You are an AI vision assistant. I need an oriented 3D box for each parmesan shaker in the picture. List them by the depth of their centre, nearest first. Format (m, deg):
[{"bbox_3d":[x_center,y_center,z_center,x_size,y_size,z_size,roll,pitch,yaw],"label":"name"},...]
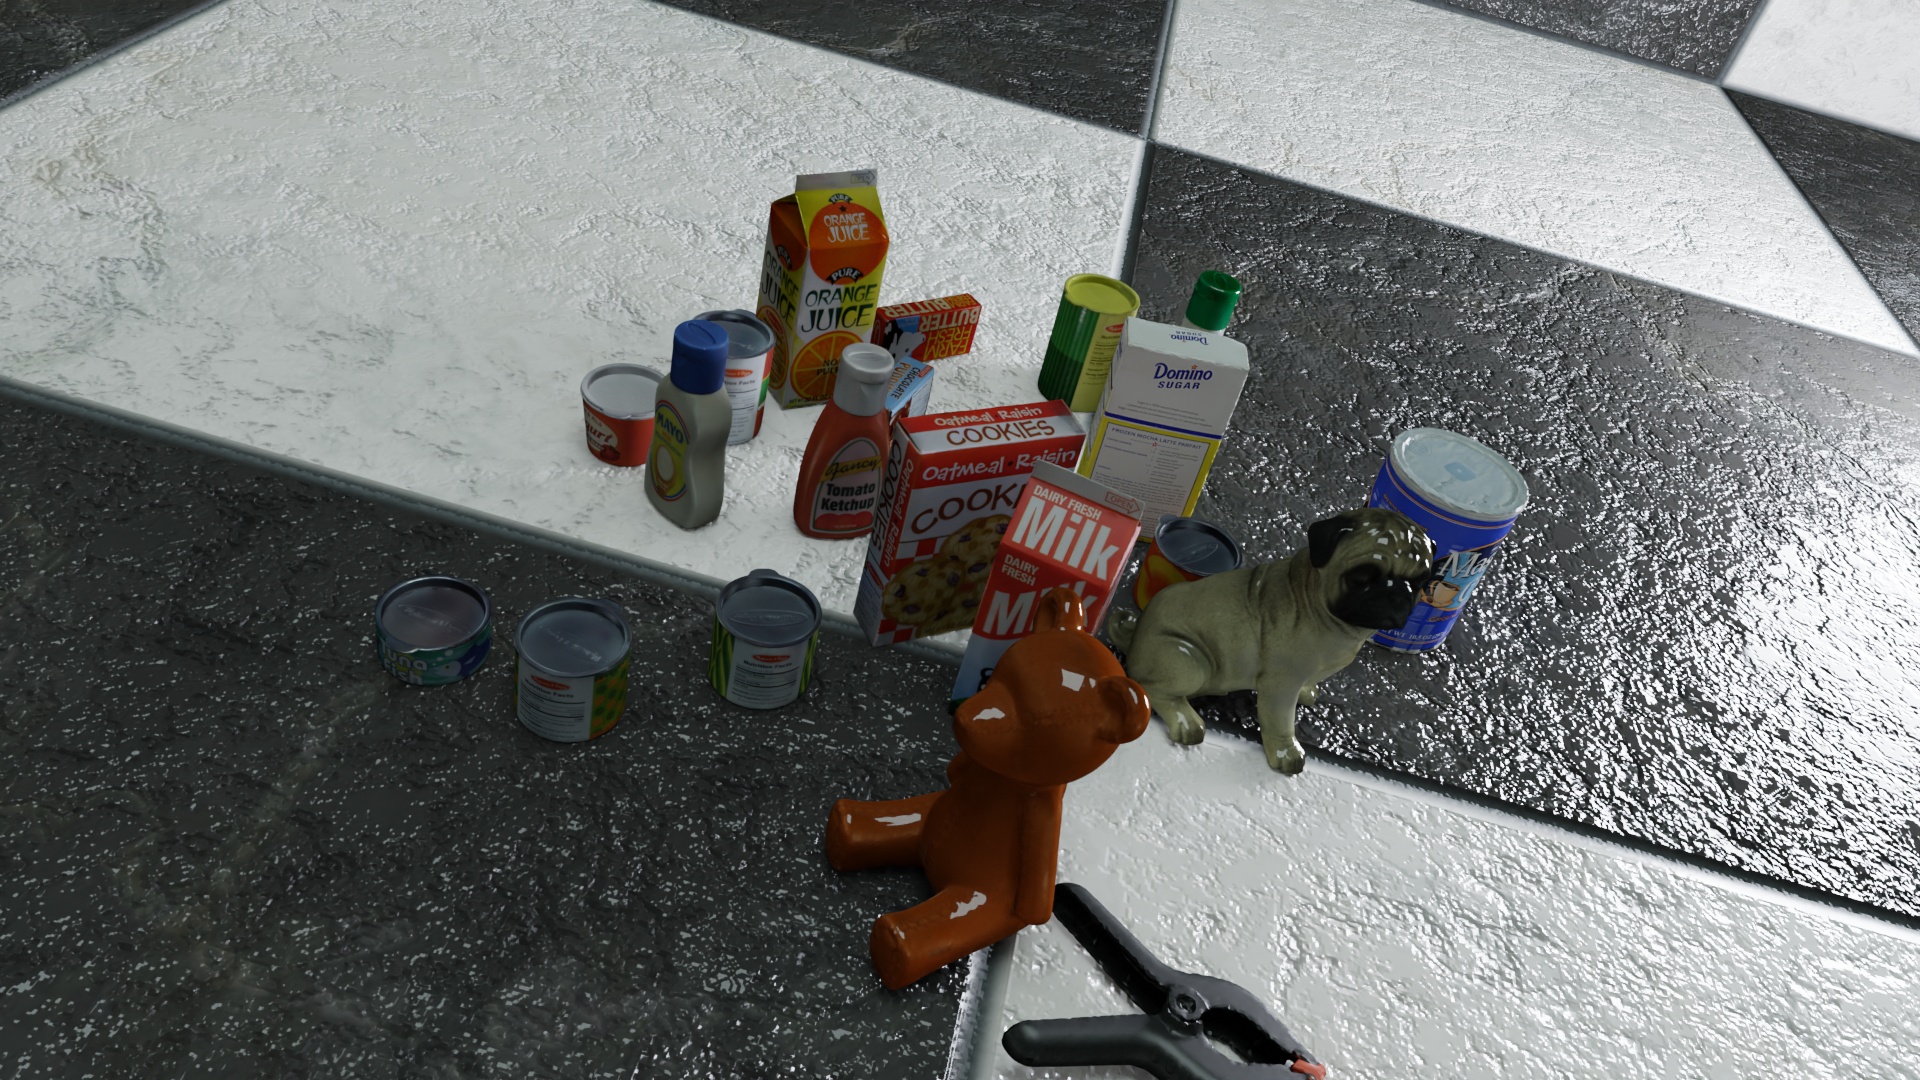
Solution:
[{"bbox_3d":[0.107,-0.171,1.206,0.071,0.102,0.072,9,39,-8],"label":"parmesan shaker"}]

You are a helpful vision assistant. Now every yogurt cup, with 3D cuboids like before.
[{"bbox_3d":[-0.247,-0.092,1.029,0.072,0.053,0.073,9,39,-8],"label":"yogurt cup"}]

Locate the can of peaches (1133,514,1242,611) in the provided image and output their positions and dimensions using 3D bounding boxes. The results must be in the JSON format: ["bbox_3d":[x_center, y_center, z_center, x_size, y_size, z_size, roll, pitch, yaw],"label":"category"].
[{"bbox_3d":[0.165,0.024,1.024,0.071,0.057,0.071,9,39,-8],"label":"can of peaches"}]

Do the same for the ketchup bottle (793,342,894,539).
[{"bbox_3d":[-0.078,-0.069,0.983,0.065,0.148,0.044,-3,42,-22],"label":"ketchup bottle"}]

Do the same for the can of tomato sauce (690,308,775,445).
[{"bbox_3d":[-0.181,-0.126,1.071,0.071,0.082,0.071,9,39,-8],"label":"can of tomato sauce"}]

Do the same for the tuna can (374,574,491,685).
[{"bbox_3d":[-0.320,0.056,0.841,0.071,0.032,0.071,9,39,-8],"label":"tuna can"}]

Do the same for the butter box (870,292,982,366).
[{"bbox_3d":[-0.033,-0.183,1.214,0.104,0.052,0.024,-16,48,-34],"label":"butter box"}]

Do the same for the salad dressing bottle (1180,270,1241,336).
[{"bbox_3d":[0.198,-0.158,1.185,0.044,0.146,0.064,8,39,-9],"label":"salad dressing bottle"}]

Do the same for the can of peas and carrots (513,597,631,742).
[{"bbox_3d":[-0.230,0.075,0.827,0.071,0.058,0.071,9,39,-8],"label":"can of peas and carrots"}]

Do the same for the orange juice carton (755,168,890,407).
[{"bbox_3d":[-0.112,-0.205,1.103,0.072,0.191,0.073,-12,46,-30],"label":"orange juice carton"}]

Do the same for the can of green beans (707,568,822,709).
[{"bbox_3d":[-0.124,0.064,0.877,0.071,0.057,0.071,9,39,-8],"label":"can of green beans"}]

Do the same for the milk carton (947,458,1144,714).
[{"bbox_3d":[0.056,0.036,0.866,0.072,0.189,0.074,23,39,9],"label":"milk carton"}]

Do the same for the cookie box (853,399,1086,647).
[{"bbox_3d":[0.003,-0.012,0.925,0.123,0.166,0.040,-9,44,-28],"label":"cookie box"}]

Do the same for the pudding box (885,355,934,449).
[{"bbox_3d":[-0.054,-0.108,1.118,0.030,0.049,0.084,25,39,12],"label":"pudding box"}]

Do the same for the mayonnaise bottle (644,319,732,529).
[{"bbox_3d":[-0.187,-0.081,0.962,0.041,0.147,0.065,-24,53,-39],"label":"mayonnaise bottle"}]
